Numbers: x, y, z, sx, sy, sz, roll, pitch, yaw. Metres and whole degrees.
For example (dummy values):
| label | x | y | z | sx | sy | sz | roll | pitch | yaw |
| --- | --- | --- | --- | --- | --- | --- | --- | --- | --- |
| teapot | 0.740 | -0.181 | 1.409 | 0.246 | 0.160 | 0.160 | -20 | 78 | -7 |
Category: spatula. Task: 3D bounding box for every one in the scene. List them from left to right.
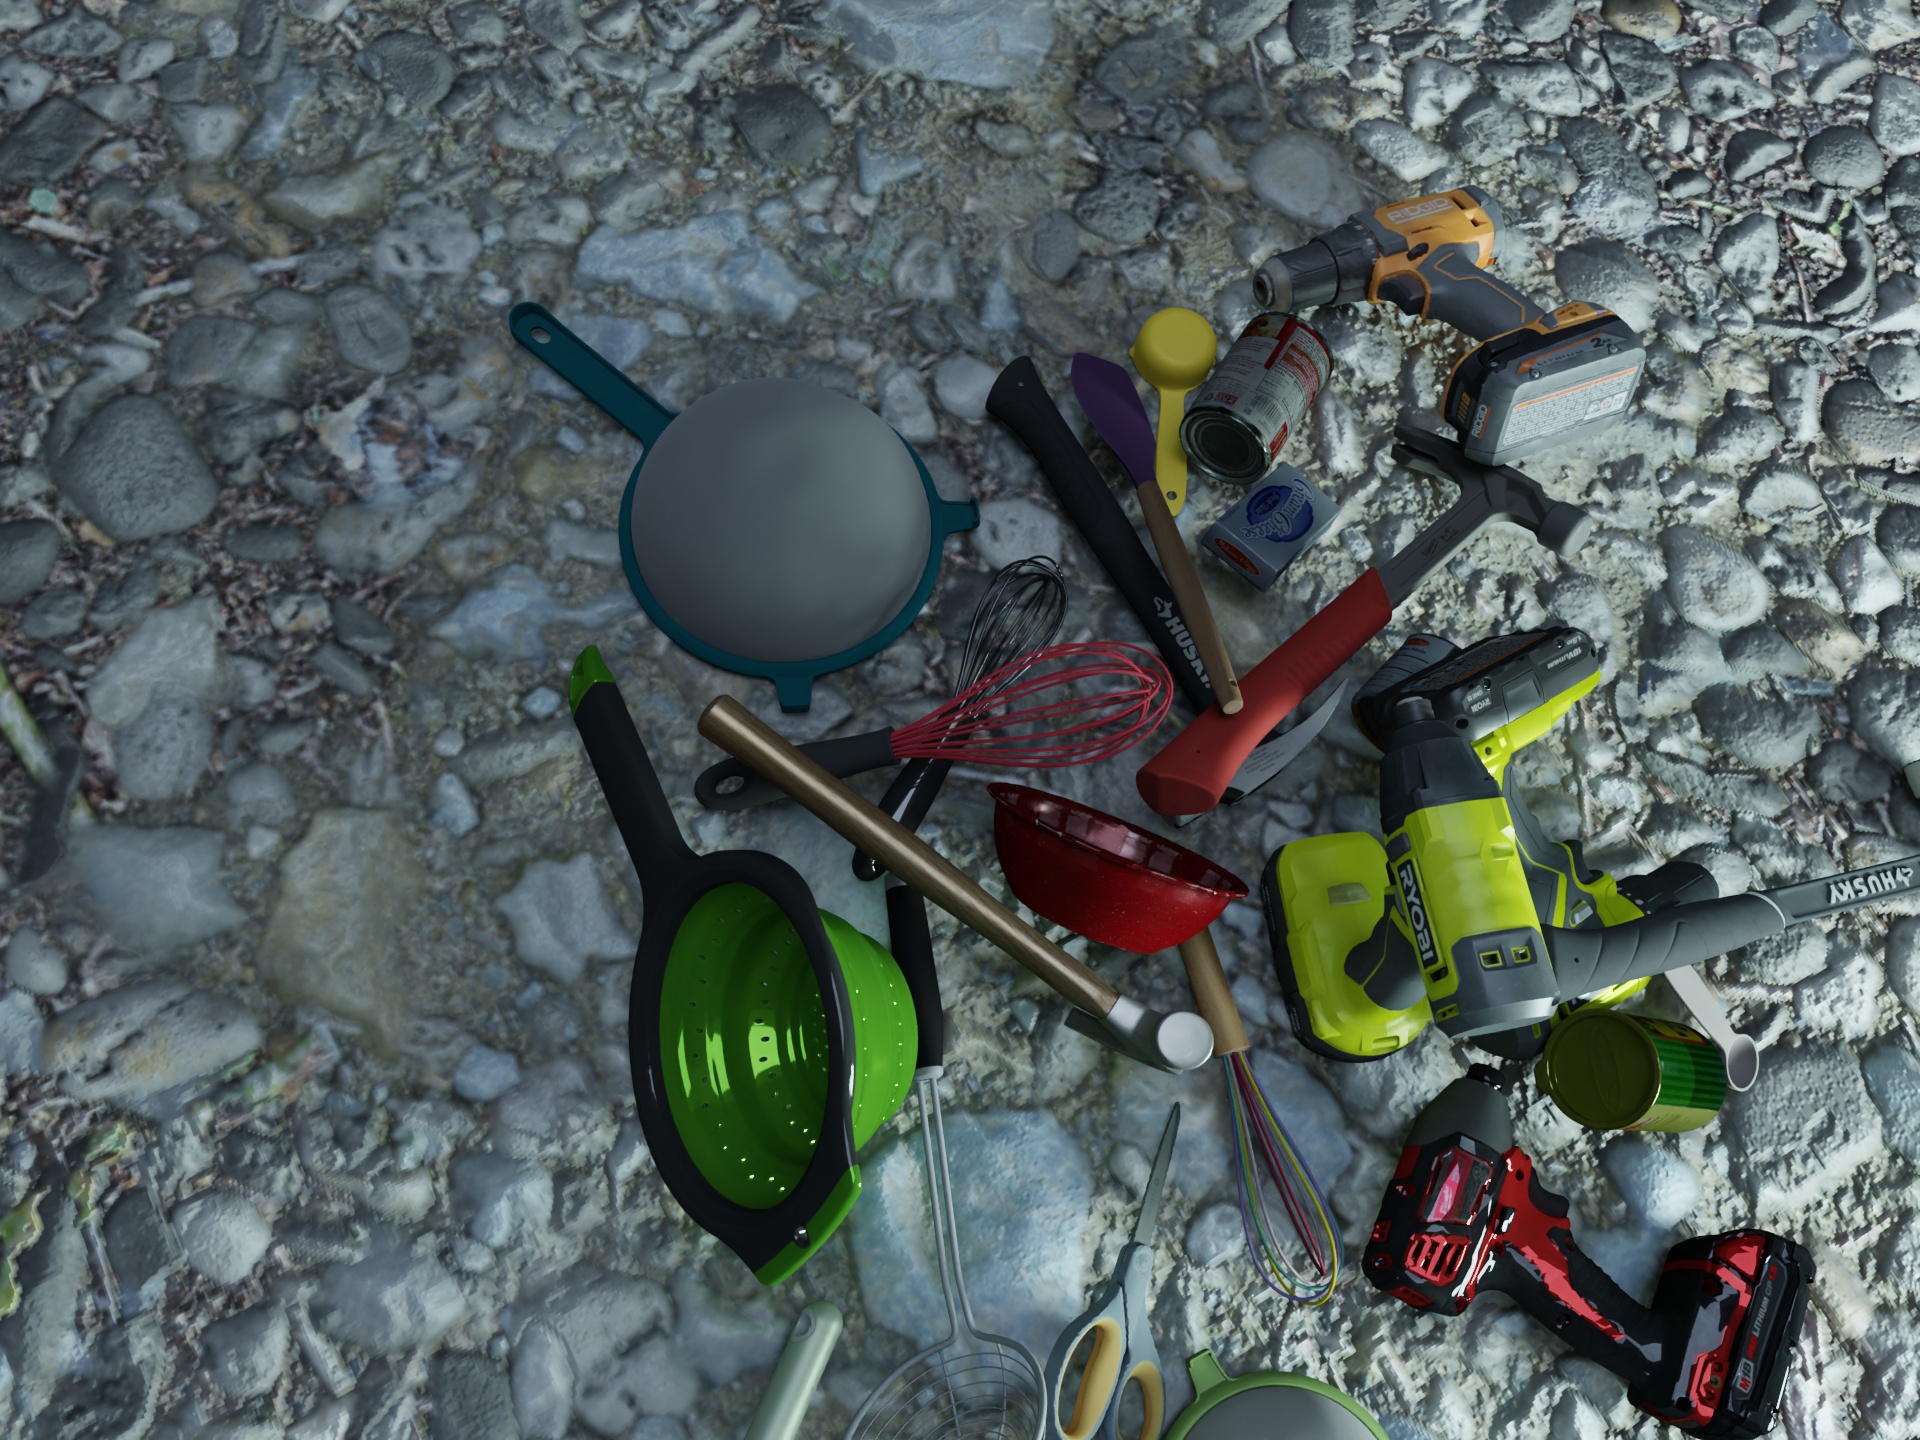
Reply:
| label | x | y | z | sx | sy | sz | roll | pitch | yaw |
| --- | --- | --- | --- | --- | --- | --- | --- | --- | --- |
| spatula | 0.123 | -0.130 | 1.006 | 0.059 | 0.018 | 0.316 | 10 | 47 | -29 |

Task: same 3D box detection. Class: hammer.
| label | x | y | z | sx | sy | sz | roll | pitch | yaw |
| --- | --- | --- | --- | --- | --- | --- | --- | --- | --- |
| hammer | -0.009 | 0.092 | 0.895 | 0.331 | 0.130 | 0.031 | 36 | 77 | 4 |
| hammer | 0.117 | -0.102 | 1.042 | 0.146 | 0.035 | 0.335 | -26 | 74 | -14 |
| hammer | 0.231 | -0.064 | 0.989 | 0.359 | 0.036 | 0.149 | -38 | 54 | -25 |
| hammer | 0.492 | 0.116 | 0.949 | 0.408 | 0.036 | 0.149 | -8 | 73 | -25 |

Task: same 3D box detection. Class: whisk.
| label | x | y | z | sx | sy | sz | roll | pitch | yaw |
| --- | --- | --- | --- | --- | --- | --- | --- | --- | --- |
| whisk | -0.119 | 0.419 | 0.819 | 0.059 | 0.058 | 0.246 | 39 | 63 | -28 |
| whisk | -0.020 | 0.011 | 0.935 | 0.296 | 0.073 | 0.073 | -13 | 70 | 12 |
| whisk | -0.001 | -0.004 | 0.986 | 0.055 | 0.055 | 0.239 | 30 | 73 | 5 |
| whisk | 0.169 | 0.213 | 0.925 | 0.051 | 0.047 | 0.245 | -13 | 68 | -9 |

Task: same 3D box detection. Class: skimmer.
| label | x | y | z | sx | sy | sz | roll | pitch | yaw |
| --- | --- | --- | --- | --- | --- | --- | --- | --- | --- |
| skimmer | -0.027 | 0.250 | 0.864 | 0.127 | 0.090 | 0.364 | -21 | 64 | 28 |

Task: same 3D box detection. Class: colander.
| label | x | y | z | sx | sy | sz | roll | pitch | yaw |
| --- | --- | --- | --- | --- | --- | --- | --- | --- | --- |
| colander | -0.125 | 0.110 | 0.903 | 0.094 | 0.204 | 0.398 | 2 | 47 | -41 |

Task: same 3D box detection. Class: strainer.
| label | x | y | z | sx | sy | sz | roll | pitch | yaw |
| --- | --- | --- | --- | --- | --- | --- | --- | --- | --- |
| strainer | -0.161 | -0.179 | 1.007 | 0.340 | 0.095 | 0.211 | 39 | 71 | 7 |
| strainer | 0.157 | 0.467 | 0.813 | 0.151 | 0.069 | 0.256 | 23 | 67 | 2 |

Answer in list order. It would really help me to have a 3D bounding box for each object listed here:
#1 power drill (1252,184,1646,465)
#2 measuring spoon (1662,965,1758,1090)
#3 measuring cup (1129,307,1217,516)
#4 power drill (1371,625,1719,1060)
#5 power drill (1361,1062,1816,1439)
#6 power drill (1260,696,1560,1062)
| label | x | y | z | sx | sy | sz | roll | pitch | yaw |
| --- | --- | --- | --- | --- | --- | --- | --- | --- | --- |
| power drill | 0.324 | -0.274 | 1.083 | 0.185 | 0.084 | 0.226 | -19 | 53 | -13 |
| measuring spoon | 0.443 | 0.175 | 0.957 | 0.124 | 0.018 | 0.034 | 50 | 64 | -18 |
| measuring cup | 0.148 | -0.214 | 1.089 | 0.062 | 0.029 | 0.157 | 5 | 69 | -4 |
| power drill | 0.356 | 0.064 | 0.953 | 0.190 | 0.080 | 0.228 | -25 | 98 | -22 |
| power drill | 0.350 | 0.297 | 0.898 | 0.220 | 0.078 | 0.143 | 25 | 68 | 7 |
| power drill | 0.240 | 0.098 | 0.878 | 0.080 | 0.223 | 0.171 | -7 | 71 | -9 |
